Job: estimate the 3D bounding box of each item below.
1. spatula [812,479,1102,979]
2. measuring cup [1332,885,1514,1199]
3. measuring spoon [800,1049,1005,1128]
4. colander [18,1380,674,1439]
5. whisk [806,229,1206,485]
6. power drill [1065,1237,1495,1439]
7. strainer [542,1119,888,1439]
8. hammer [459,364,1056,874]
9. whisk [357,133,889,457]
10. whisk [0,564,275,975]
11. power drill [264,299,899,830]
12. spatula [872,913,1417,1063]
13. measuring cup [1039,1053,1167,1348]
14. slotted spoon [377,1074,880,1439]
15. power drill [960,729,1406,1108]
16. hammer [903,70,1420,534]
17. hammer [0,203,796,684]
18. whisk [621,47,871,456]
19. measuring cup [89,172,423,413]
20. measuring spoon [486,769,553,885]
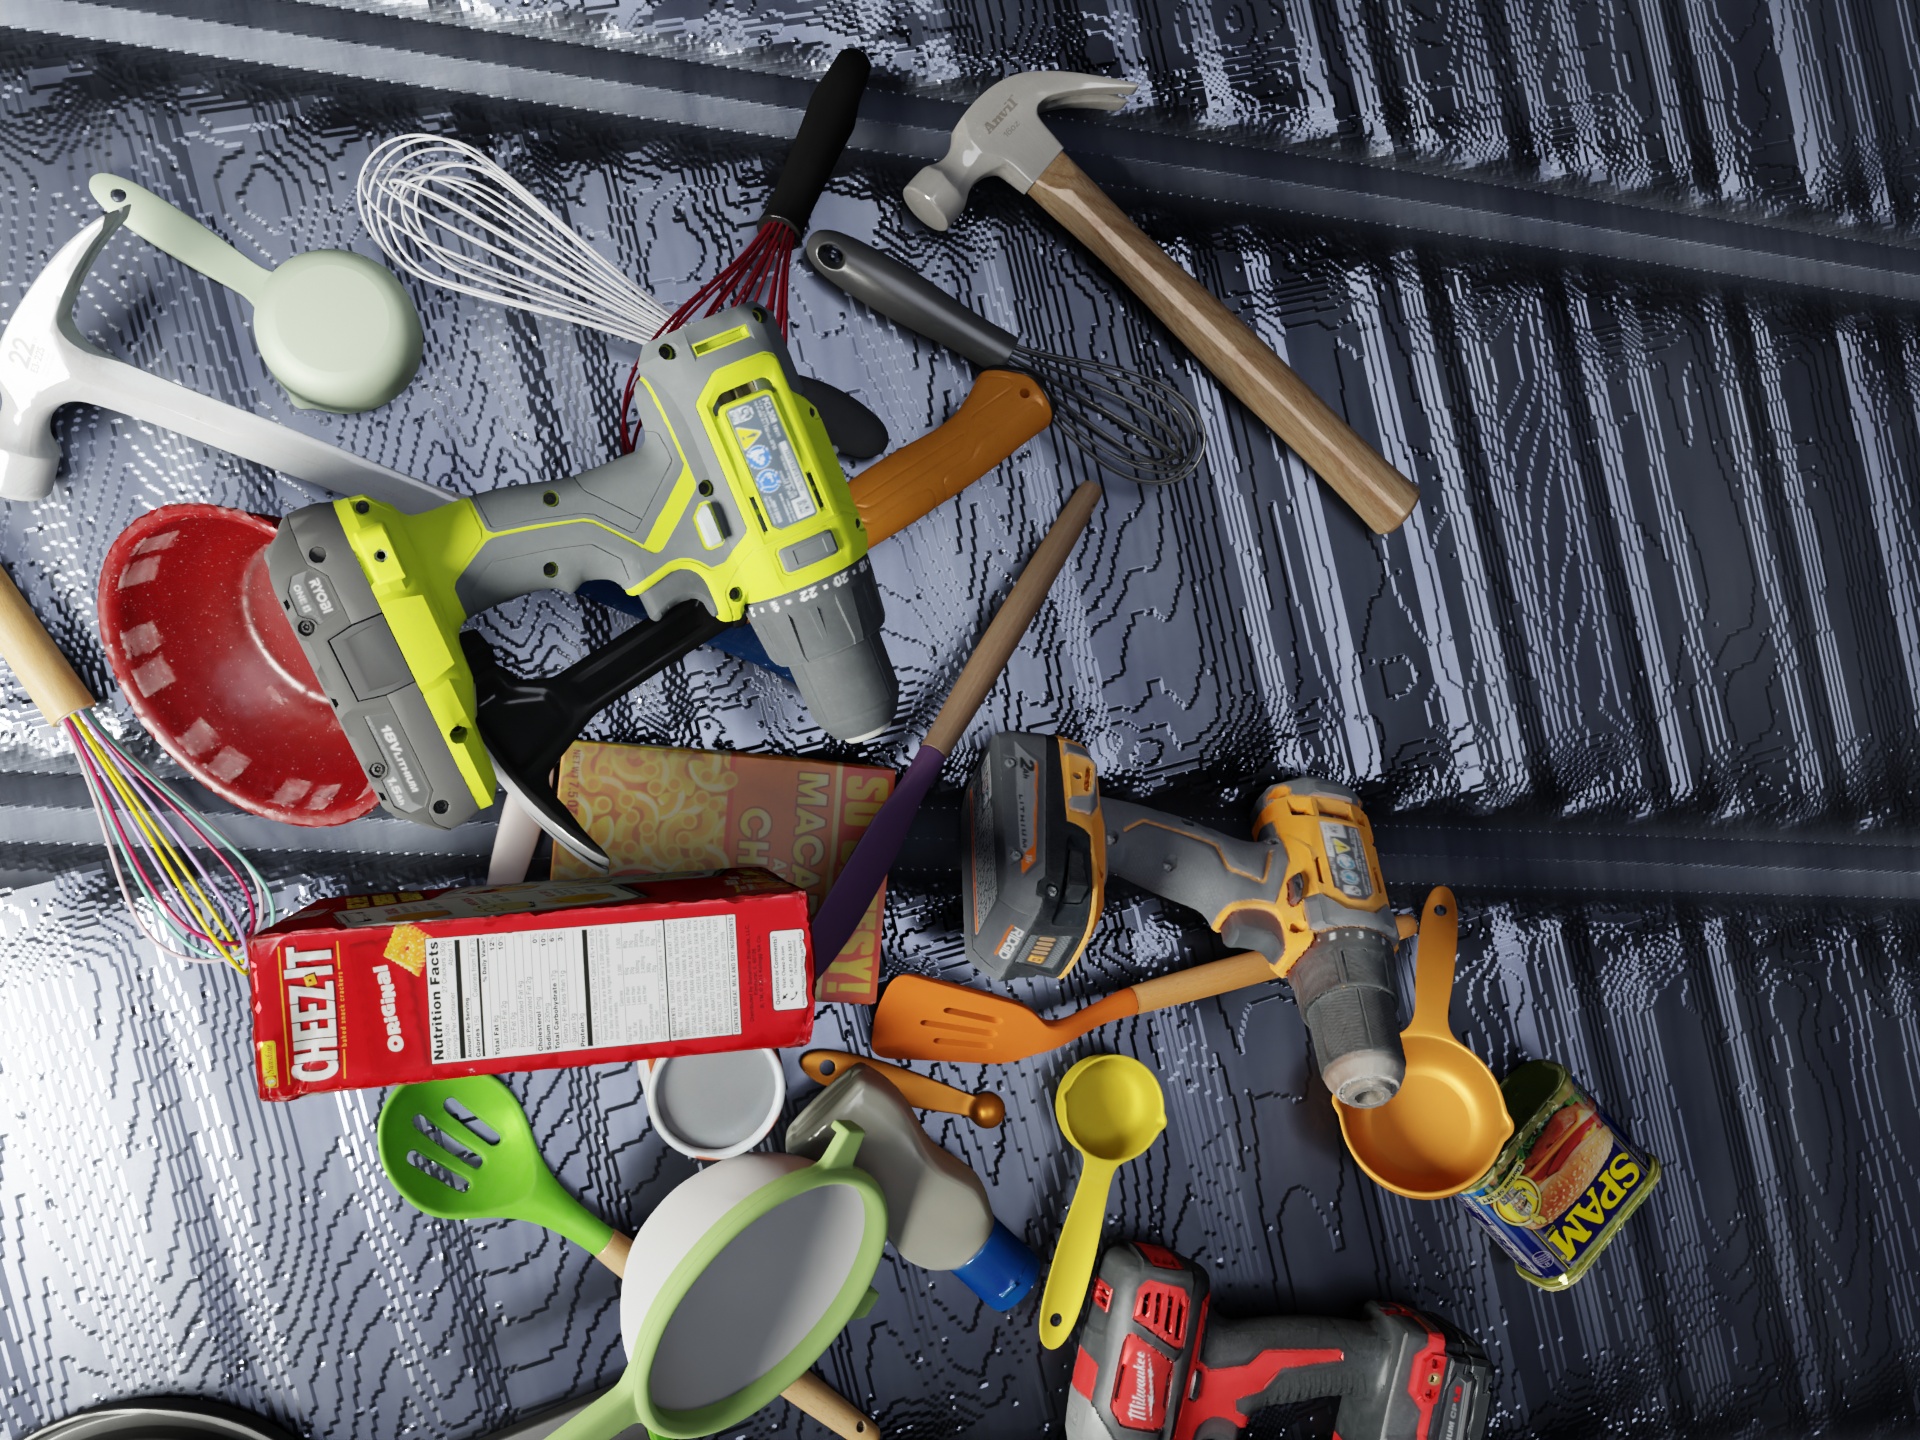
[{"bbox_3d":[-0.001,-0.003,0.814,0.018,0.059,0.316,23,66,18],"label":"spatula"},{"bbox_3d":[0.264,0.183,0.898,0.095,0.052,0.174,5,69,17],"label":"measuring cup"},{"bbox_3d":[-0.029,0.196,0.845,0.117,0.011,0.021,18,85,-13],"label":"measuring spoon"},{"bbox_3d":[-0.302,0.398,0.730,0.397,0.094,0.204,-18,94,-14],"label":"colander"},{"bbox_3d":[0.025,-0.197,0.847,0.239,0.055,0.055,28,83,-8],"label":"whisk"},{"bbox_3d":[0.165,0.373,0.863,0.219,0.078,0.143,15,85,-11],"label":"power drill"},{"bbox_3d":[-0.150,0.285,0.742,0.256,0.069,0.151,-29,135,-31],"label":"strainer"},{"bbox_3d":[-0.080,-0.070,0.764,0.337,0.034,0.127,-37,83,-21],"label":"hammer"},{"bbox_3d":[-0.162,-0.201,0.797,0.284,0.070,0.070,26,83,-18],"label":"whisk"},{"bbox_3d":[-0.397,0.015,0.735,0.051,0.047,0.245,-32,93,11],"label":"whisk"},{"bbox_3d":[-0.145,-0.047,0.663,0.228,0.080,0.190,-25,105,-15],"label":"power drill"},{"bbox_3d":[0.111,0.139,0.865,0.322,0.081,0.041,-11,52,-22],"label":"spatula"},{"bbox_3d":[0.065,0.256,0.855,0.062,0.029,0.156,18,82,-12],"label":"measuring cup"},{"bbox_3d":[-0.161,0.280,0.802,0.313,0.031,0.070,41,56,-13],"label":"slotted spoon"},{"bbox_3d":[0.119,0.100,0.811,0.226,0.084,0.186,11,46,-14],"label":"power drill"},{"bbox_3d":[0.132,-0.226,0.882,0.331,0.031,0.130,40,81,-11],"label":"hammer"},{"bbox_3d":[-0.242,-0.104,0.764,0.405,0.035,0.144,21,112,-17],"label":"hammer"},{"bbox_3d":[-0.095,-0.224,0.778,0.073,0.073,0.296,24,64,-13],"label":"whisk"},{"bbox_3d":[-0.337,-0.212,0.756,0.167,0.038,0.083,32,82,-14],"label":"measuring cup"},{"bbox_3d":[-0.225,0.072,0.793,0.034,0.018,0.124,16,85,-14],"label":"measuring spoon"}]
